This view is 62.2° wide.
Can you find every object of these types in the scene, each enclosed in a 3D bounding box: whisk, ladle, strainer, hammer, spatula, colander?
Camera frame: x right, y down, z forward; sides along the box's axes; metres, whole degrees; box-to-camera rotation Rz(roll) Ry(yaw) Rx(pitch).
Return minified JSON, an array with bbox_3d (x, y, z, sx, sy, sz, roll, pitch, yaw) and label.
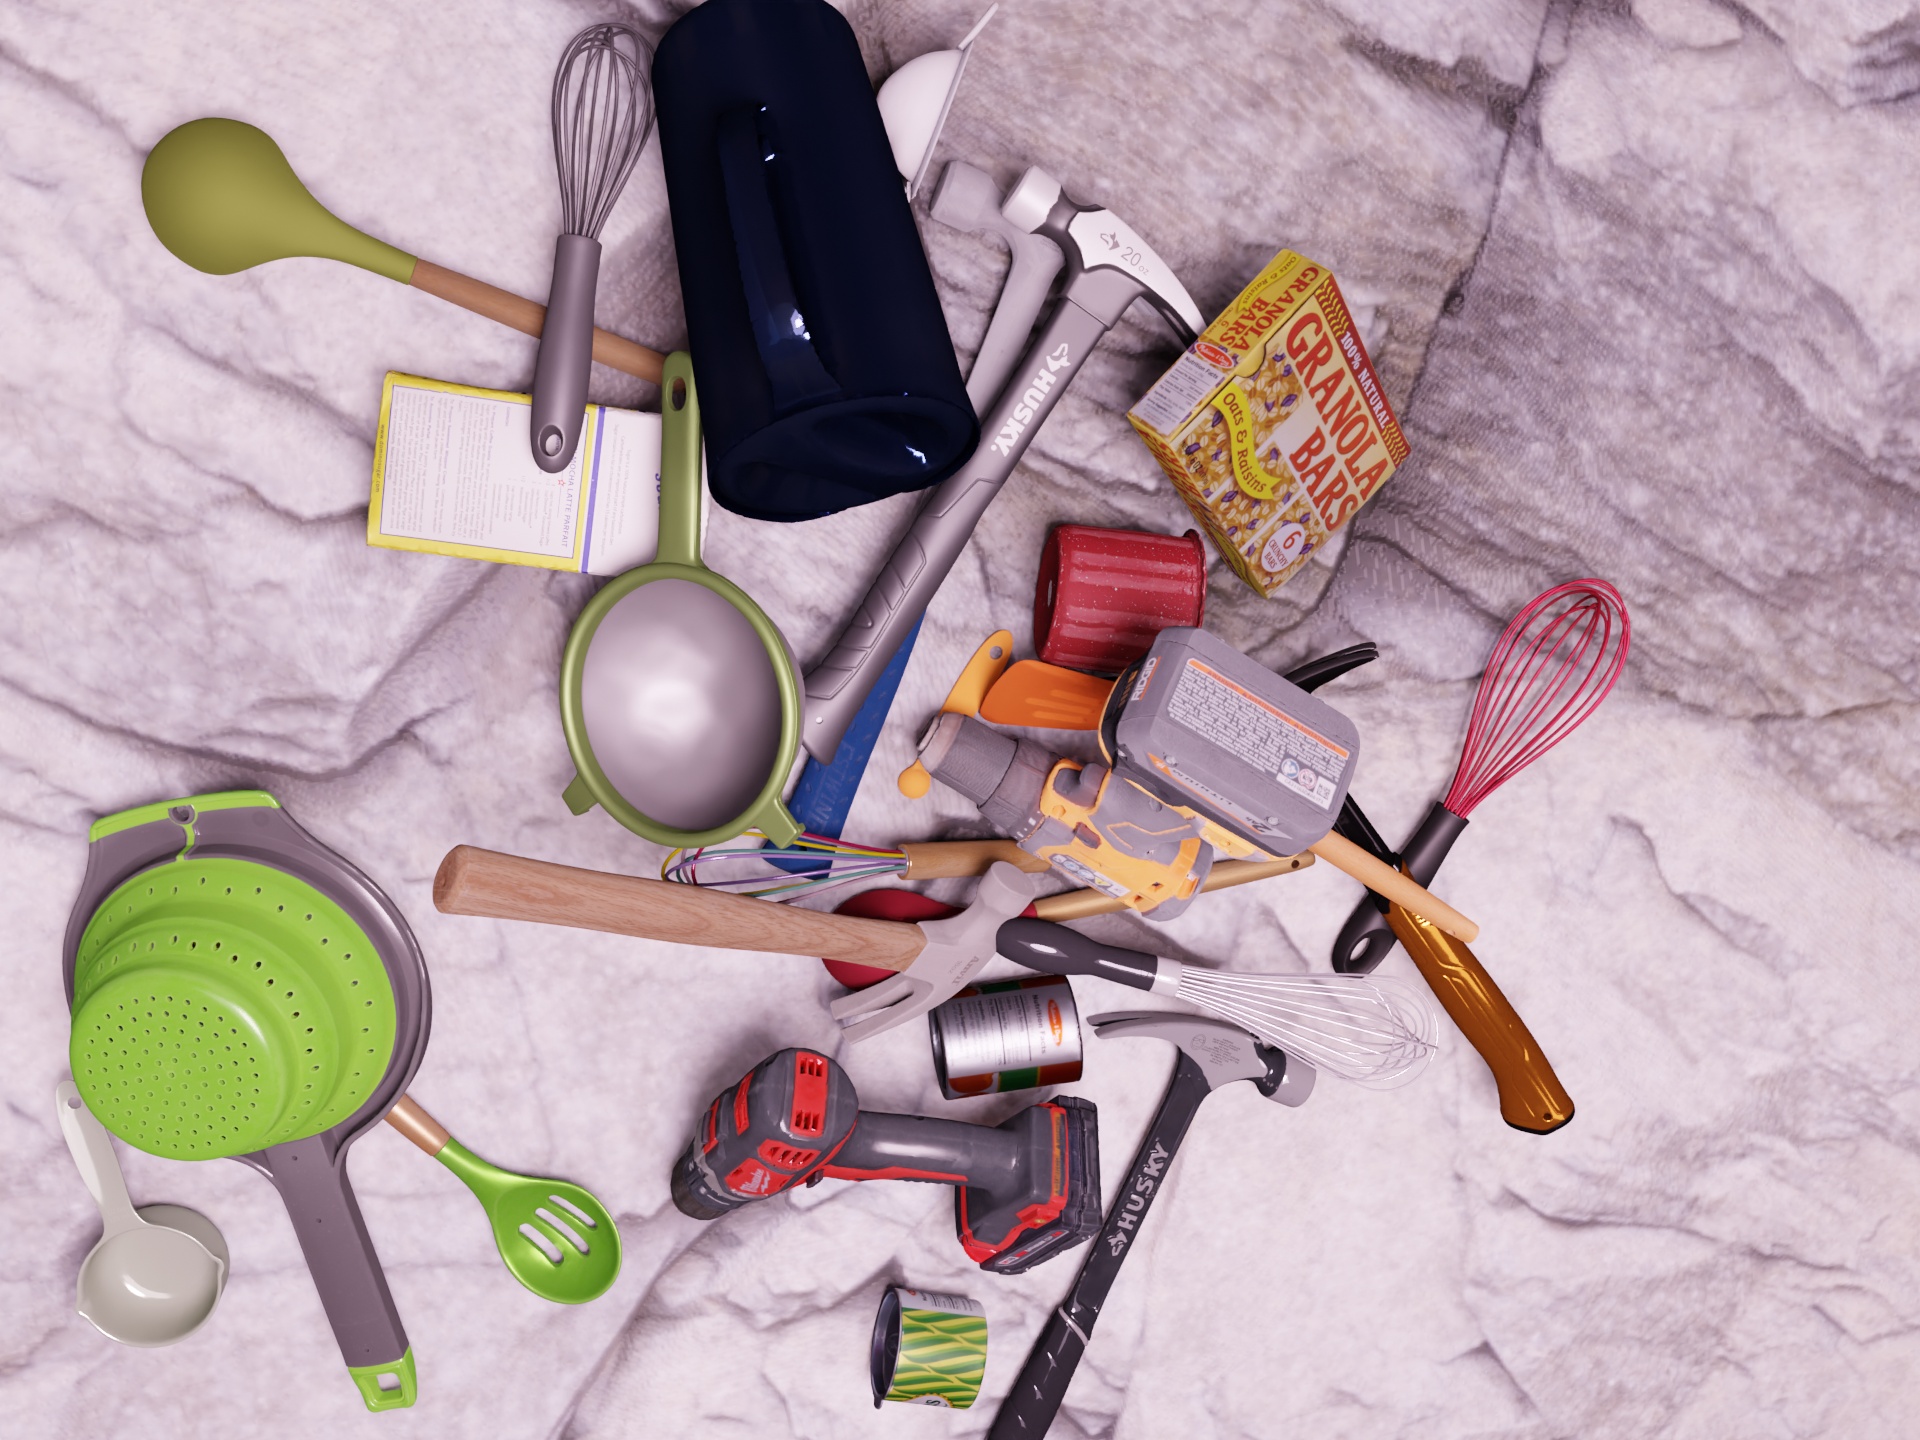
[{"bbox_3d":[0.153,0.160,0.954,0.284,0.070,0.070,15,98,-5],"label":"whisk"},{"bbox_3d":[-0.263,-0.227,0.842,0.320,0.062,0.078,19,96,-21],"label":"ladle"},{"bbox_3d":[-0.194,-0.245,0.823,0.055,0.055,0.239,8,89,-12],"label":"whisk"},{"bbox_3d":[-0.051,0.080,0.908,0.245,0.051,0.047,0,104,-29],"label":"whisk"},{"bbox_3d":[-0.134,-0.063,0.844,0.151,0.069,0.256,6,98,26],"label":"strainer"},{"bbox_3d":[0.070,0.115,0.977,0.315,0.031,0.069,-10,105,-10],"label":"ladle"},{"bbox_3d":[-0.016,-0.098,0.911,0.144,0.035,0.405,20,97,-14],"label":"hammer"},{"bbox_3d":[0.283,0.114,0.975,0.127,0.034,0.337,-33,99,16],"label":"hammer"},{"bbox_3d":[-0.038,-0.259,0.860,0.050,0.087,0.258,13,109,-9],"label":"strainer"},{"bbox_3d":[0.164,0.050,0.934,0.322,0.081,0.041,31,60,-2],"label":"spatula"},{"bbox_3d":[0.077,0.373,1.027,0.149,0.036,0.409,23,97,-13],"label":"hammer"},{"bbox_3d":[0.318,0.041,0.994,0.073,0.073,0.296,27,102,-15],"label":"whisk"},{"bbox_3d":[-0.115,0.108,0.835,0.331,0.031,0.130,15,121,-39],"label":"hammer"},{"bbox_3d":[0.007,-0.120,0.874,0.146,0.035,0.335,32,94,-14],"label":"hammer"},{"bbox_3d":[-0.380,0.239,0.867,0.204,0.094,0.397,-10,108,4],"label":"colander"}]

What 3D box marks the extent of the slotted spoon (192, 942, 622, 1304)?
[{"bbox_3d":[-0.321,0.230,0.927,0.070,0.031,0.313,-44,104,3],"label":"slotted spoon"}]

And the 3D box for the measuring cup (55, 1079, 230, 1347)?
[{"bbox_3d":[-0.471,0.273,0.903,0.083,0.038,0.167,-17,102,-7],"label":"measuring cup"}]

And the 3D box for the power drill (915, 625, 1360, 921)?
[{"bbox_3d":[0.085,0.027,0.862,0.185,0.226,0.084,30,65,-8],"label":"power drill"}]

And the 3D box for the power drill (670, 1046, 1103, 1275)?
[{"bbox_3d":[-0.050,0.264,0.933,0.226,0.080,0.187,17,142,-22],"label":"power drill"}]

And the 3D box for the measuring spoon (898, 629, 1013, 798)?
[{"bbox_3d":[-0.002,-0.003,0.946,0.021,0.011,0.117,31,95,-15],"label":"measuring spoon"}]
